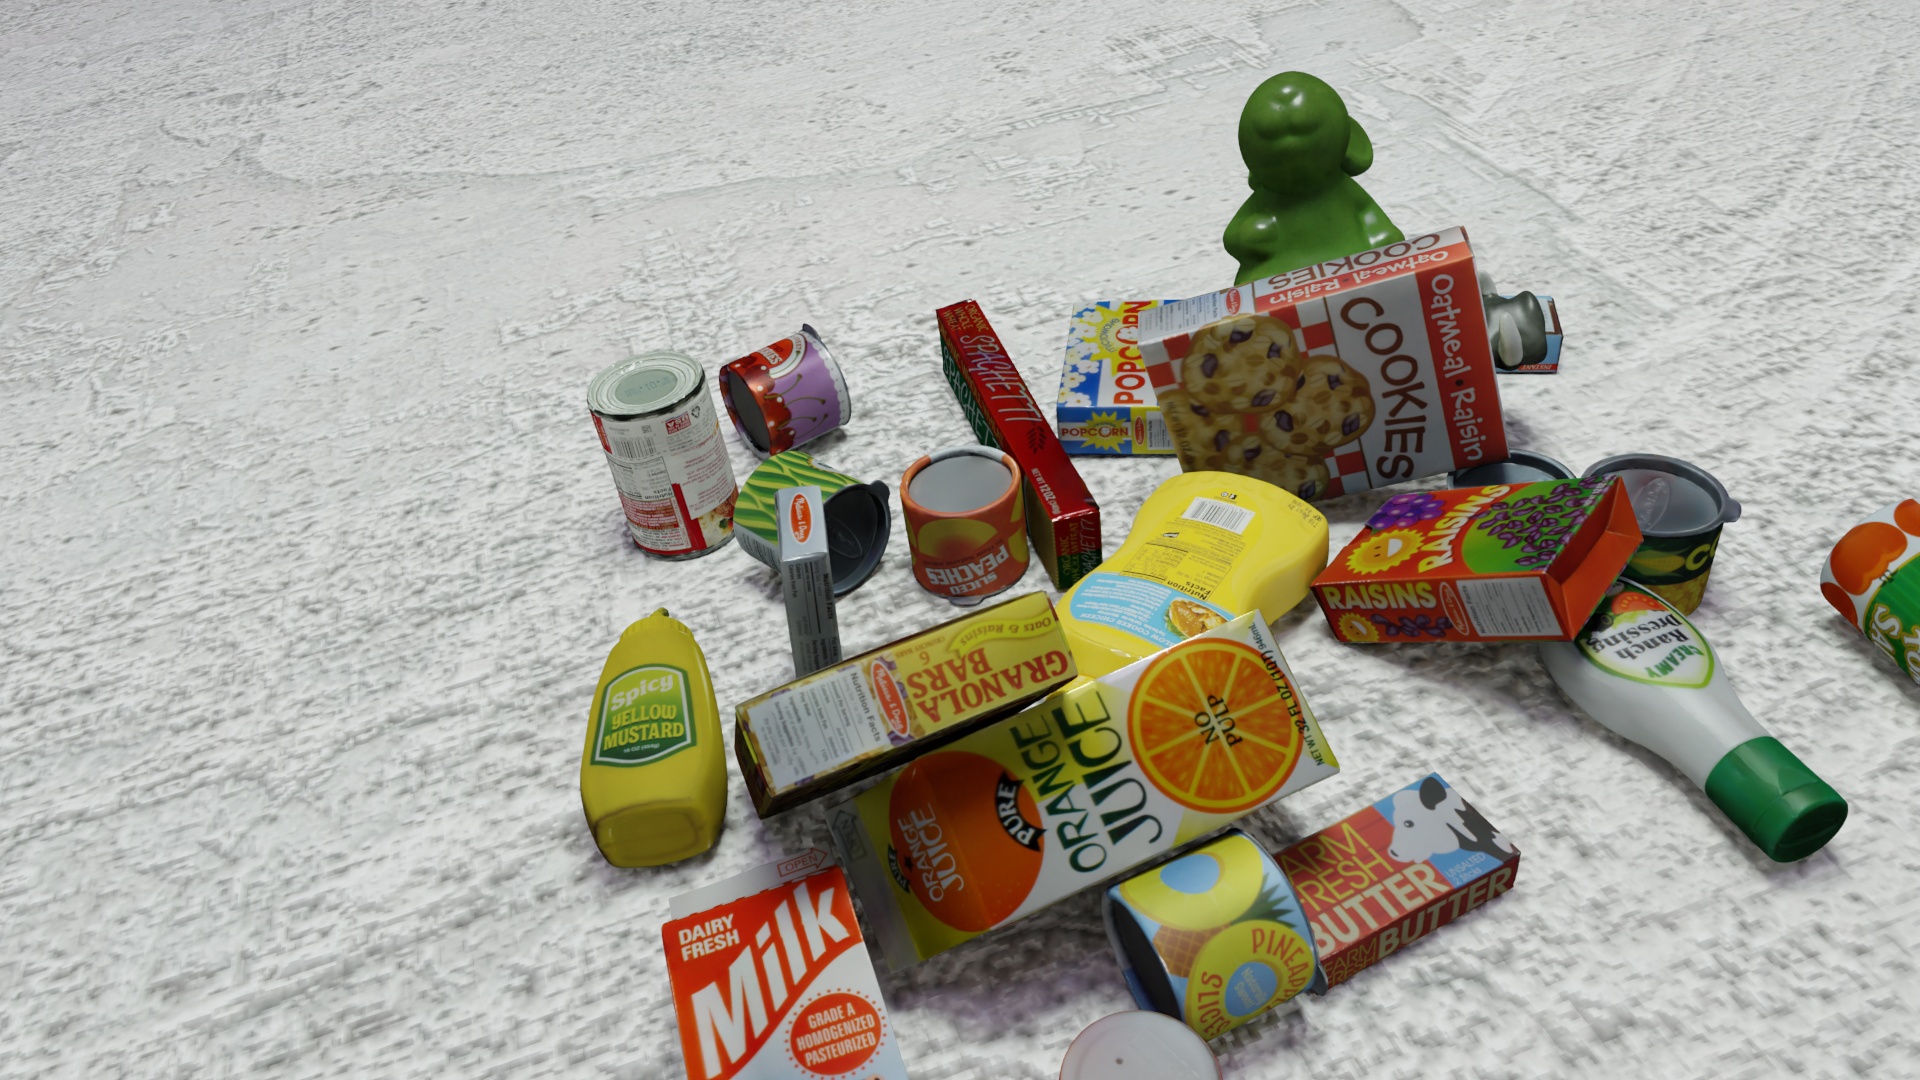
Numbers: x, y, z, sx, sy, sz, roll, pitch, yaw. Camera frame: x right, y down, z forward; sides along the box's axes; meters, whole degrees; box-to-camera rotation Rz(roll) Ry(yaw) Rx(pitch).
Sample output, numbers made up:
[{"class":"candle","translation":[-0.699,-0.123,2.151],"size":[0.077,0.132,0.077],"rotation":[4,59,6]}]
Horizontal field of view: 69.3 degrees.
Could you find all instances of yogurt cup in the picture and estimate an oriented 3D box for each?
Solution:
[{"class":"yogurt cup","translation":[0.063,0.201,0.481],"size":[0.072,0.053,0.073],"rotation":[-4,38,4]}]

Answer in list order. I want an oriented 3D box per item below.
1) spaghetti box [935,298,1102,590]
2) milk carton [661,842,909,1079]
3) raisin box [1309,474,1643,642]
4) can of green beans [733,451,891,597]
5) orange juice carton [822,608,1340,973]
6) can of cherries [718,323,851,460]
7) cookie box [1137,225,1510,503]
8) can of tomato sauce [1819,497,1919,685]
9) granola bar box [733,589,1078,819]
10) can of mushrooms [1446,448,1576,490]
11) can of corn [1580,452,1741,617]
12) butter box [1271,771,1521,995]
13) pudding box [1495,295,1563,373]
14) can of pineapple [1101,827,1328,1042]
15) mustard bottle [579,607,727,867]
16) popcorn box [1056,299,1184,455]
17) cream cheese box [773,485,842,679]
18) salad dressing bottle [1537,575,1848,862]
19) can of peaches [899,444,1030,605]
[{"class":"spaghetti box","translation":[0.030,-0.066,0.824],"size":[0.029,0.050,0.251],"rotation":[-14,38,-9]},{"class":"milk carton","translation":[-0.058,0.190,0.501],"size":[0.072,0.073,0.191],"rotation":[-17,39,-11]},{"class":"raisin box","translation":[0.243,0.010,0.660],"size":[0.086,0.040,0.123],"rotation":[-40,20,-33]},{"class":"can of green beans","translation":[-0.081,-0.010,0.760],"size":[0.058,0.071,0.071],"rotation":[27,50,37]},{"class":"orange juice carton","translation":[0.046,0.103,0.564],"size":[0.193,0.073,0.072],"rotation":[-23,75,-7]},{"class":"can of cherries","translation":[-0.111,-0.093,0.865],"size":[0.058,0.071,0.071],"rotation":[-28,43,-23]},{"class":"cookie box","translation":[0.191,-0.083,0.729],"size":[0.167,0.122,0.040],"rotation":[-13,34,17]},{"class":"can of tomato sauce","translation":[0.439,0.031,0.619],"size":[0.071,0.070,0.083],"rotation":[-12,38,-5]},{"class":"granola bar box","translation":[-0.031,0.073,0.581],"size":[0.124,0.165,0.039],"rotation":[-20,80,-14]},{"class":"can of mushrooms","translation":[0.287,-0.018,0.732],"size":[0.071,0.033,0.071],"rotation":[-5,39,4]},{"class":"can of corn","translation":[0.337,0.000,0.680],"size":[0.071,0.058,0.071],"rotation":[-5,38,4]},{"class":"butter box","translation":[0.169,0.138,0.565],"size":[0.104,0.024,0.053],"rotation":[-22,40,-17]},{"class":"pudding box","translation":[0.327,-0.130,0.867],"size":[0.084,0.030,0.050],"rotation":[2,41,12]},{"class":"can of pineapple","translation":[0.094,0.152,0.527],"size":[0.058,0.070,0.071],"rotation":[-21,40,-15]},{"class":"mustard bottle","translation":[-0.148,0.082,0.671],"size":[0.065,0.048,0.161],"rotation":[-10,39,-5]},{"class":"popcorn box","translation":[0.108,-0.103,0.866],"size":[0.085,0.038,0.127],"rotation":[0,39,11]},{"class":"cream cheese box","translation":[-0.073,0.030,0.679],"size":[0.024,0.103,0.053],"rotation":[-6,39,-5]},{"class":"salad dressing bottle","translation":[0.314,0.073,0.605],"size":[0.064,0.043,0.148],"rotation":[-17,39,-10]},{"class":"can of peaches","translation":[0.003,-0.009,0.752],"size":[0.071,0.057,0.071],"rotation":[-5,38,4]}]
